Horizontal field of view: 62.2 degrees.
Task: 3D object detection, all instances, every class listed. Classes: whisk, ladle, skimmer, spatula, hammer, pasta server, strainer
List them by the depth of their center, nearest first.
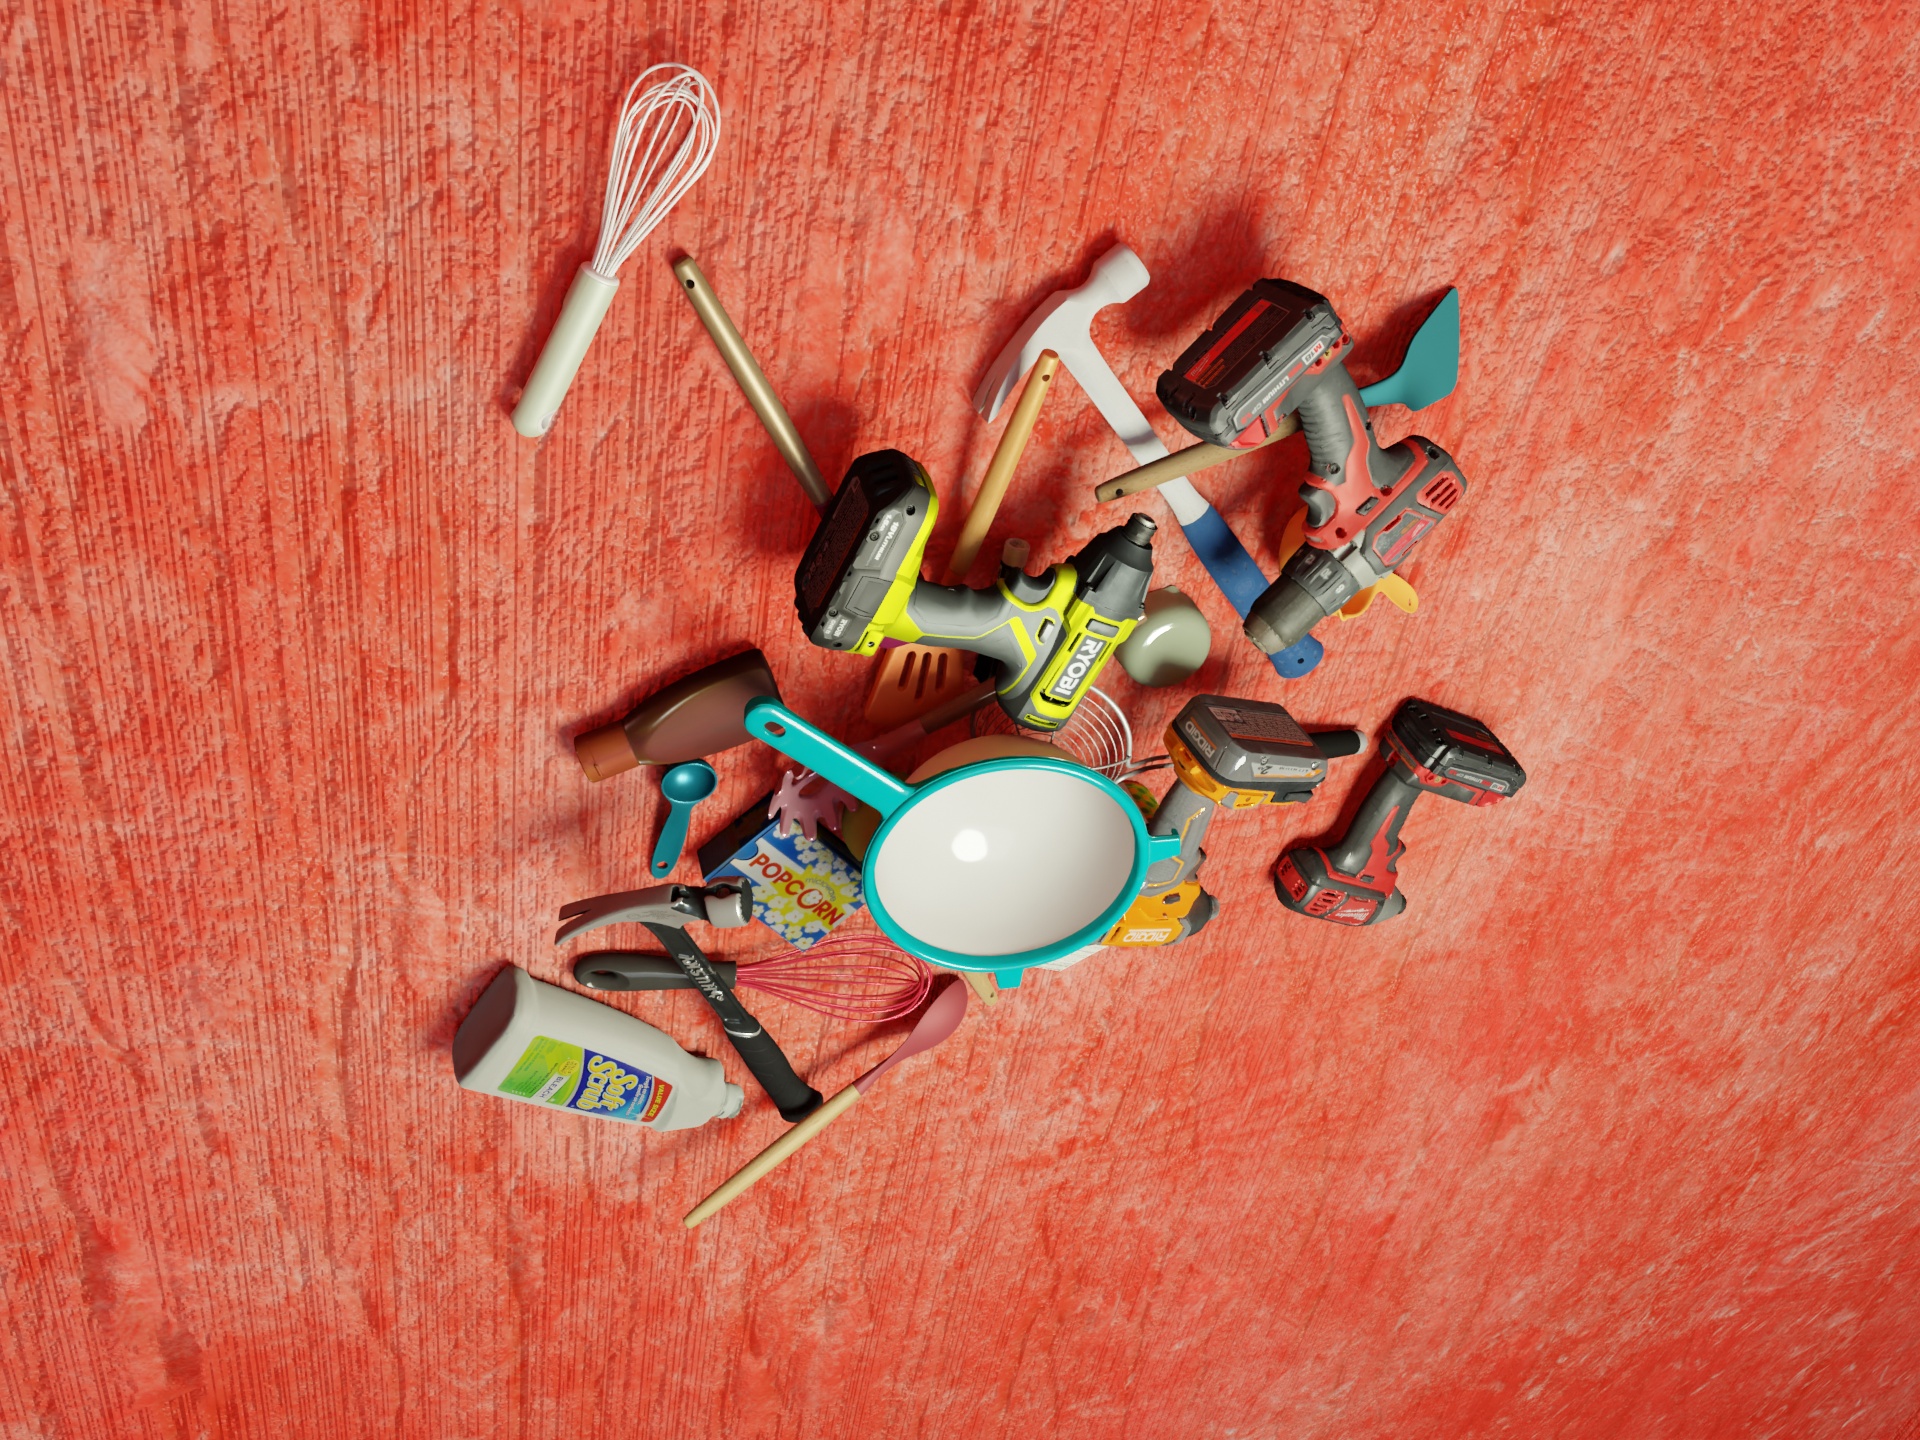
[{"bbox_3d":[-0.211,-0.272,0.941,0.059,0.058,0.246,34,115,0],"label":"whisk"},{"bbox_3d":[0.009,-0.119,1.117,0.081,0.041,0.322,3,136,-23],"label":"spatula"},{"bbox_3d":[0.235,-0.217,1.134,0.317,0.044,0.082,-22,128,-11],"label":"spatula"},{"bbox_3d":[-0.018,0.053,1.155,0.340,0.095,0.211,33,117,-28],"label":"strainer"},{"bbox_3d":[0.162,-0.157,1.174,0.144,0.035,0.405,-38,129,8],"label":"hammer"},{"bbox_3d":[-0.002,-0.004,1.186,0.316,0.040,0.060,-27,127,3],"label":"pasta server"},{"bbox_3d":[-0.186,0.237,1.268,0.149,0.036,0.408,-5,145,9],"label":"hammer"},{"bbox_3d":[-0.166,0.208,1.304,0.295,0.073,0.073,4,123,-16],"label":"whisk"},{"bbox_3d":[0.181,0.008,1.307,0.363,0.090,0.127,-4,138,-31],"label":"skimmer"},{"bbox_3d":[-0.018,0.154,1.321,0.078,0.062,0.319,-52,138,-23],"label":"ladle"},{"bbox_3d":[-0.112,0.336,1.384,0.315,0.031,0.069,-38,155,-8],"label":"ladle"}]

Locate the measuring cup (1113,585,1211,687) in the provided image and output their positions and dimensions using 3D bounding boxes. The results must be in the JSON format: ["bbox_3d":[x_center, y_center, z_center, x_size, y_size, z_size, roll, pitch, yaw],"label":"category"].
[{"bbox_3d":[0.119,-0.063,1.223,0.167,0.038,0.083,3,124,-26],"label":"measuring cup"}]

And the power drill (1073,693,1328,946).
[{"bbox_3d":[0.188,0.091,1.258,0.164,0.084,0.226,6,127,-39],"label":"power drill"}]

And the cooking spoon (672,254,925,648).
[{"bbox_3d":[-0.104,-0.167,1.055,0.069,0.017,0.318,-18,126,17],"label":"cooking spoon"}]

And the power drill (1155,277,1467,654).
[{"bbox_3d":[0.228,-0.165,1.089,0.188,0.080,0.226,-45,125,4],"label":"power drill"}]

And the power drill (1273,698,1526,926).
[{"bbox_3d":[0.394,0.097,1.430,0.143,0.079,0.219,16,120,-30],"label":"power drill"}]

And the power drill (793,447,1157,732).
[{"bbox_3d":[0.016,-0.092,1.077,0.223,0.080,0.171,16,120,-28],"label":"power drill"}]

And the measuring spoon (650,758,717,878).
[{"bbox_3d":[-0.217,0.072,1.210,0.042,0.021,0.128,5,132,-24],"label":"measuring spoon"}]

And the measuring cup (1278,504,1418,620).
[{"bbox_3d":[0.306,-0.115,1.248,0.173,0.052,0.095,20,82,-51],"label":"measuring cup"}]
